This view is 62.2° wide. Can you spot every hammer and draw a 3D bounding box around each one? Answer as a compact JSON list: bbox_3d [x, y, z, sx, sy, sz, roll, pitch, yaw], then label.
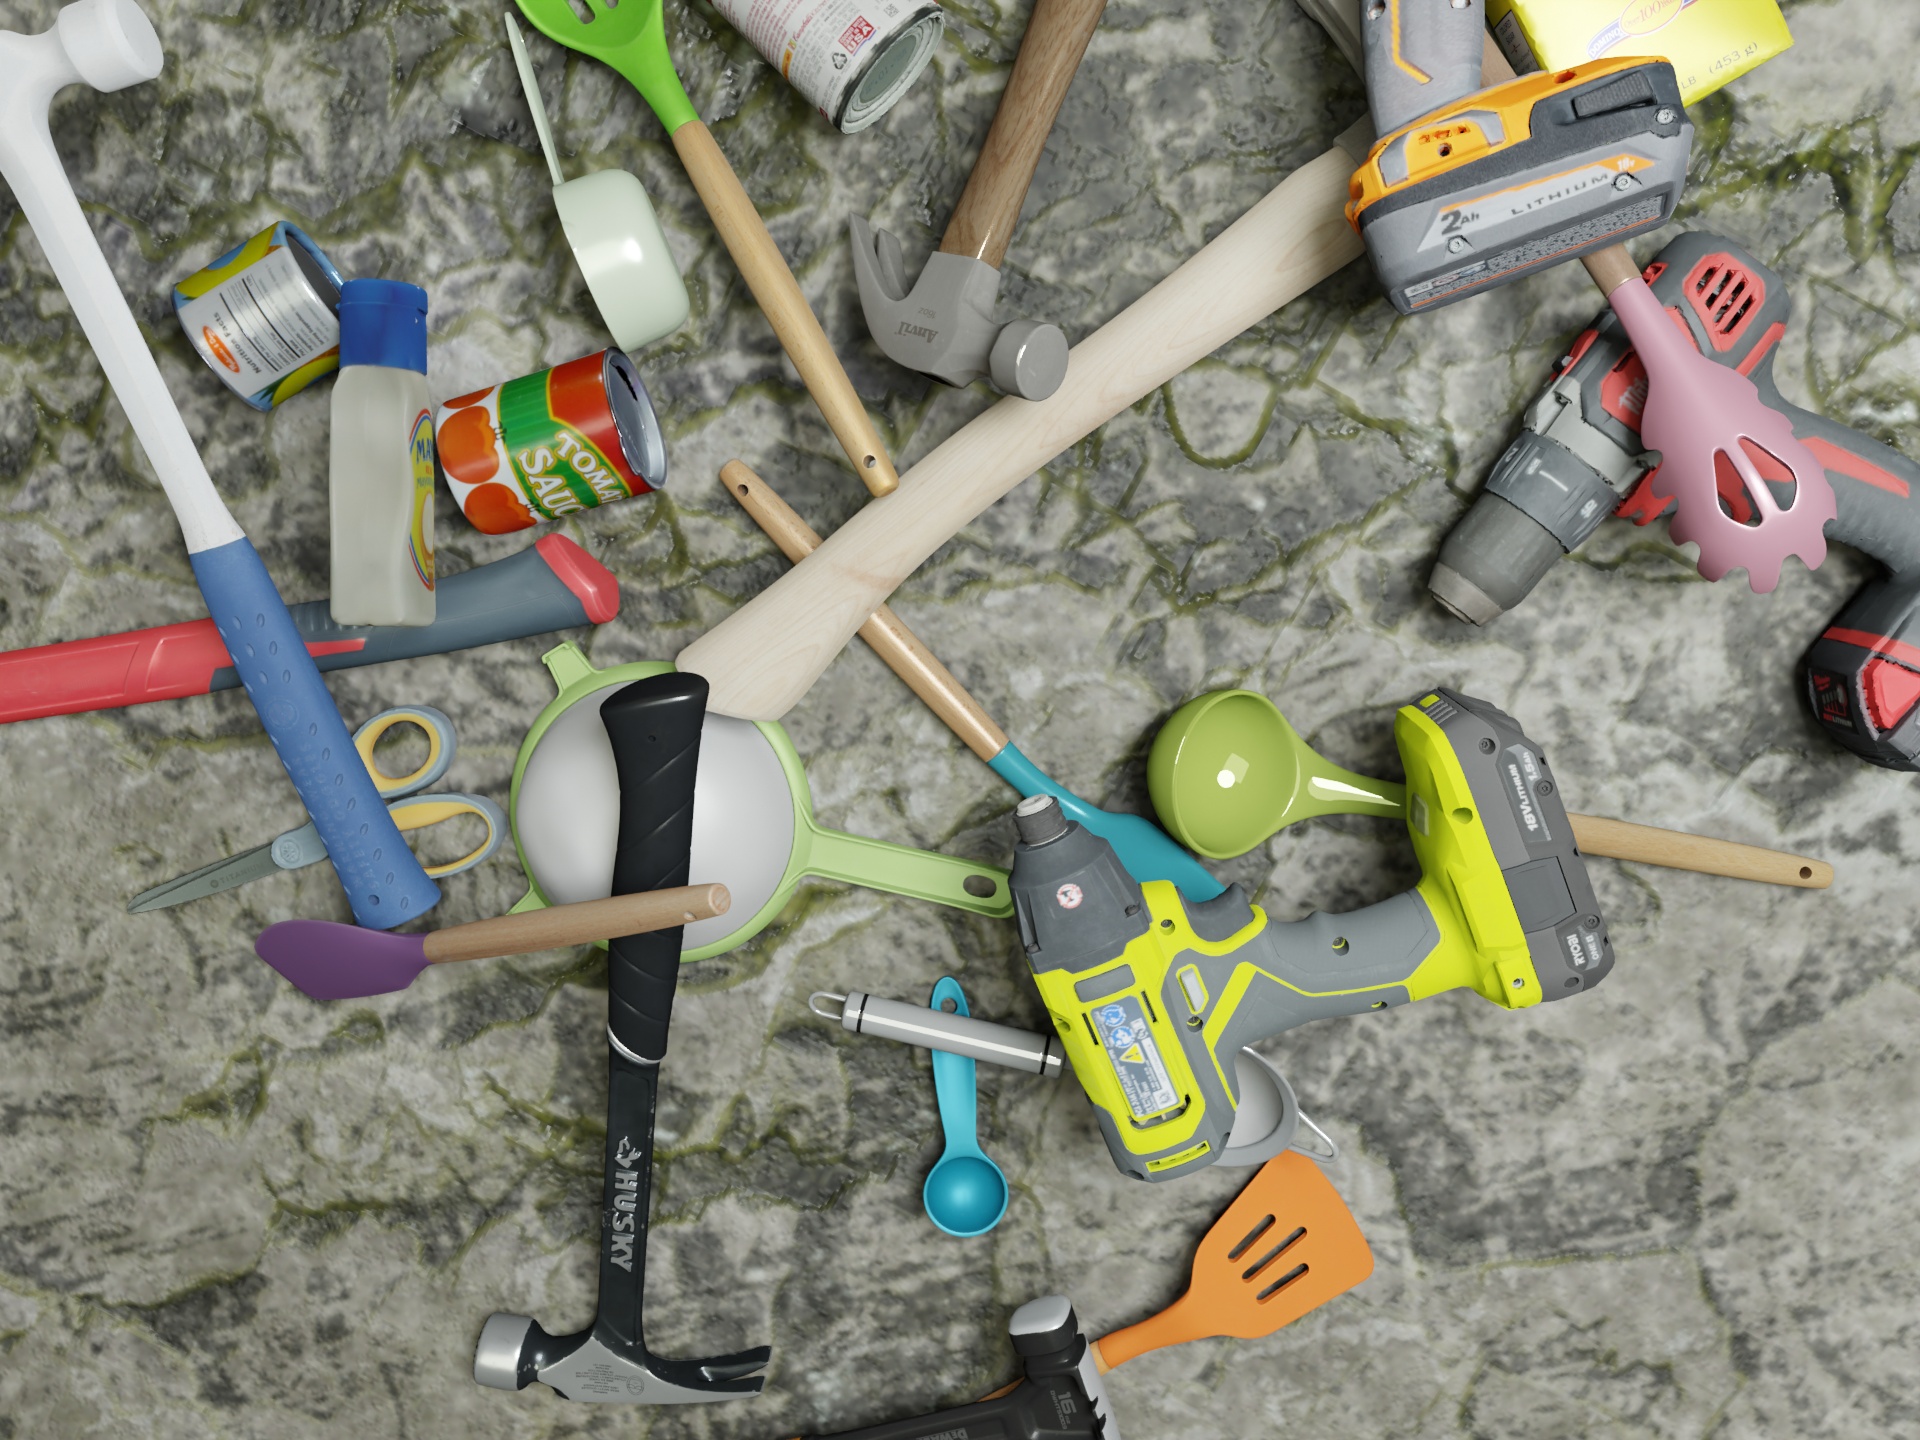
[{"bbox_3d":[-0.352,-0.018,0.769,0.386,0.038,0.143,-8,100,6],"label":"hammer"},{"bbox_3d":[-0.147,0.166,0.740,0.149,0.036,0.408,9,114,0],"label":"hammer"},{"bbox_3d":[0.044,-0.300,0.667,0.130,0.031,0.331,24,93,41],"label":"hammer"},{"bbox_3d":[-0.336,-0.086,0.698,0.144,0.035,0.405,-16,111,6],"label":"hammer"},{"bbox_3d":[0.038,-0.145,0.698,0.410,0.038,0.146,-37,94,5],"label":"hammer"},{"bbox_3d":[-0.083,0.385,0.802,0.337,0.034,0.127,-17,96,13],"label":"hammer"}]

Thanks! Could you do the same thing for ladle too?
[{"bbox_3d":[0.242,0.045,0.722,0.320,0.062,0.078,10,94,0],"label":"ladle"}]

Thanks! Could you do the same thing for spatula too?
[{"bbox_3d":[0.054,0.326,0.803,0.322,0.041,0.081,-33,96,13],"label":"spatula"},{"bbox_3d":[-0.220,0.097,0.711,0.316,0.018,0.059,-12,129,35],"label":"spatula"},{"bbox_3d":[-0.001,-0.002,0.739,0.317,0.044,0.082,46,110,-3],"label":"spatula"}]

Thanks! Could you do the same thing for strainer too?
[{"bbox_3d":[-0.097,0.062,0.745,0.256,0.069,0.151,12,101,4],"label":"strainer"},{"bbox_3d":[0.053,0.160,0.760,0.258,0.050,0.086,12,126,4],"label":"strainer"}]

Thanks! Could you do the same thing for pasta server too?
[{"bbox_3d":[0.256,-0.195,0.648,0.060,0.040,0.316,-30,76,15],"label":"pasta server"}]

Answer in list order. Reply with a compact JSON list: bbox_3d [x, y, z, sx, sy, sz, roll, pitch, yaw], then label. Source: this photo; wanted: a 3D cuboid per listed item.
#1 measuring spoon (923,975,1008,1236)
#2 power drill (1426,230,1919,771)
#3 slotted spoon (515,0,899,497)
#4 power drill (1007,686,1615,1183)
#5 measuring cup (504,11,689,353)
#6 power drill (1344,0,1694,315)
[{"bbox_3d":[-0.001,0.190,0.790,0.042,0.021,0.128,-5,90,-1],"label":"measuring spoon"},{"bbox_3d":[0.335,-0.072,0.684,0.226,0.080,0.188,38,100,1],"label":"power drill"},{"bbox_3d":[-0.108,-0.233,0.691,0.070,0.031,0.314,-30,86,9],"label":"slotted spoon"},{"bbox_3d":[0.139,0.080,0.671,0.223,0.080,0.171,-22,101,5],"label":"power drill"},{"bbox_3d":[-0.162,-0.246,0.706,0.038,0.083,0.168,-20,82,-1],"label":"measuring cup"},{"bbox_3d":[0.201,-0.289,0.602,0.164,0.084,0.226,-17,86,21],"label":"power drill"}]
